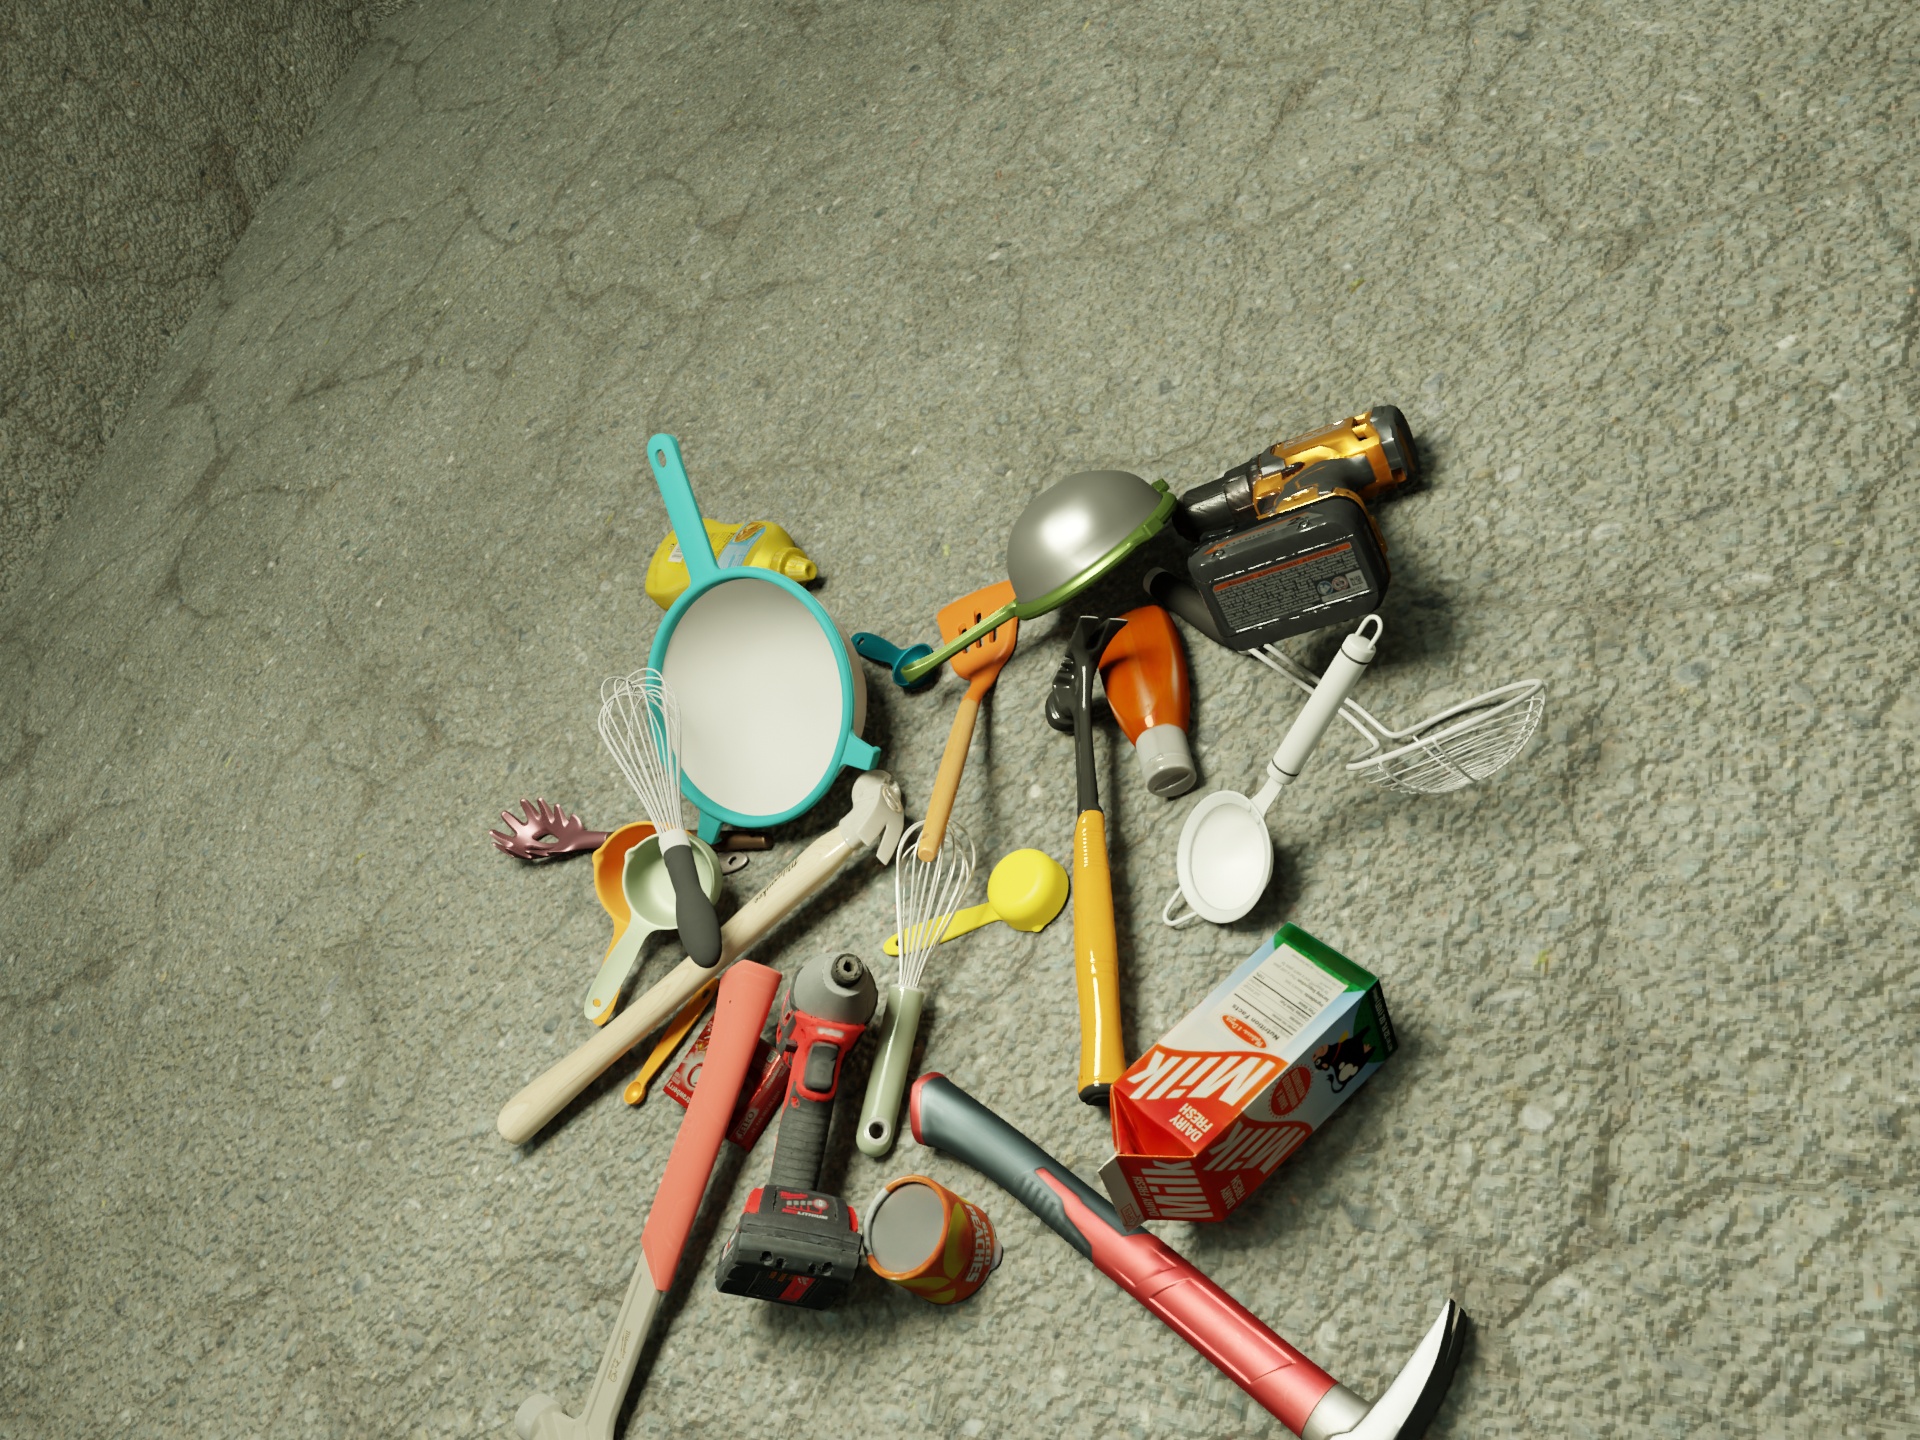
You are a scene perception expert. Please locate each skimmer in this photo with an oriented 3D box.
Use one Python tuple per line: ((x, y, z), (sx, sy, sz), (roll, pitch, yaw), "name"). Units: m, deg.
((0.234, -0.053, 1.078), (0.127, 0.090, 0.364), (-25, 37, -19), "skimmer")

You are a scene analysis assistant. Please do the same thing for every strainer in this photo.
((-0.174, -0.080, 1.322), (0.211, 0.095, 0.340), (-26, 79, 31), "strainer")
((0.044, -0.119, 1.220), (0.256, 0.069, 0.151), (-33, 12, 19), "strainer")
((0.202, 0.038, 1.003), (0.087, 0.050, 0.258), (61, 138, 42), "strainer")

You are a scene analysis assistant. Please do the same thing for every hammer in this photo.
((-0.193, 0.344, 1.103), (0.149, 0.036, 0.359), (6, 70, 40), "hammer")
((0.091, 0.092, 1.077), (0.034, 0.127, 0.337), (5, 58, -9), "hammer")
((-0.204, 0.195, 1.221), (0.410, 0.038, 0.146), (-41, 11, 9), "hammer")
((0.106, 0.301, 0.942), (0.387, 0.038, 0.143), (28, 76, 46), "hammer")

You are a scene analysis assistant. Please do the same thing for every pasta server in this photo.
((-0.291, 0.100, 1.393), (0.316, 0.040, 0.060), (-3, 46, 34), "pasta server")

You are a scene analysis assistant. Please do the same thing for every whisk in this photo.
((-0.228, 0.071, 1.225), (0.070, 0.070, 0.285), (-33, 54, 12), "whisk")
((-0.036, 0.182, 1.121), (0.059, 0.058, 0.246), (124, 160, -71), "whisk")

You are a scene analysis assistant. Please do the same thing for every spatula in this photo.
((-0.002, -0.004, 1.215), (0.081, 0.041, 0.323), (-21, 28, 23), "spatula")

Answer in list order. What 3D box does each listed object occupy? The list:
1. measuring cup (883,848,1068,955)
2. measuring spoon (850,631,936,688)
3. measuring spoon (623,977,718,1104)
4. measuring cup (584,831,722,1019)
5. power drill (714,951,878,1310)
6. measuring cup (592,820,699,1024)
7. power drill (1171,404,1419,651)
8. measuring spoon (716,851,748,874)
((0.004, 0.137, 1.150), (0.156, 0.029, 0.062), (-23, 47, 22), "measuring cup")
((-0.057, -0.053, 1.354), (0.042, 0.021, 0.129), (-54, 35, -7), "measuring spoon")
((-0.225, 0.252, 1.249), (0.021, 0.011, 0.117), (17, 66, 48), "measuring spoon")
((-0.249, 0.164, 1.265), (0.083, 0.038, 0.167), (32, 95, 10), "measuring cup")
((-0.099, 0.263, 1.056), (0.143, 0.078, 0.220), (117, 164, -55), "power drill")
((-0.265, 0.166, 1.313), (0.095, 0.052, 0.173), (19, 93, 11), "measuring cup")
((0.221, -0.136, 1.118), (0.185, 0.084, 0.226), (-17, 24, 28), "power drill")
((-0.232, 0.123, 1.345), (0.124, 0.018, 0.034), (-11, 52, 29), "measuring spoon")
